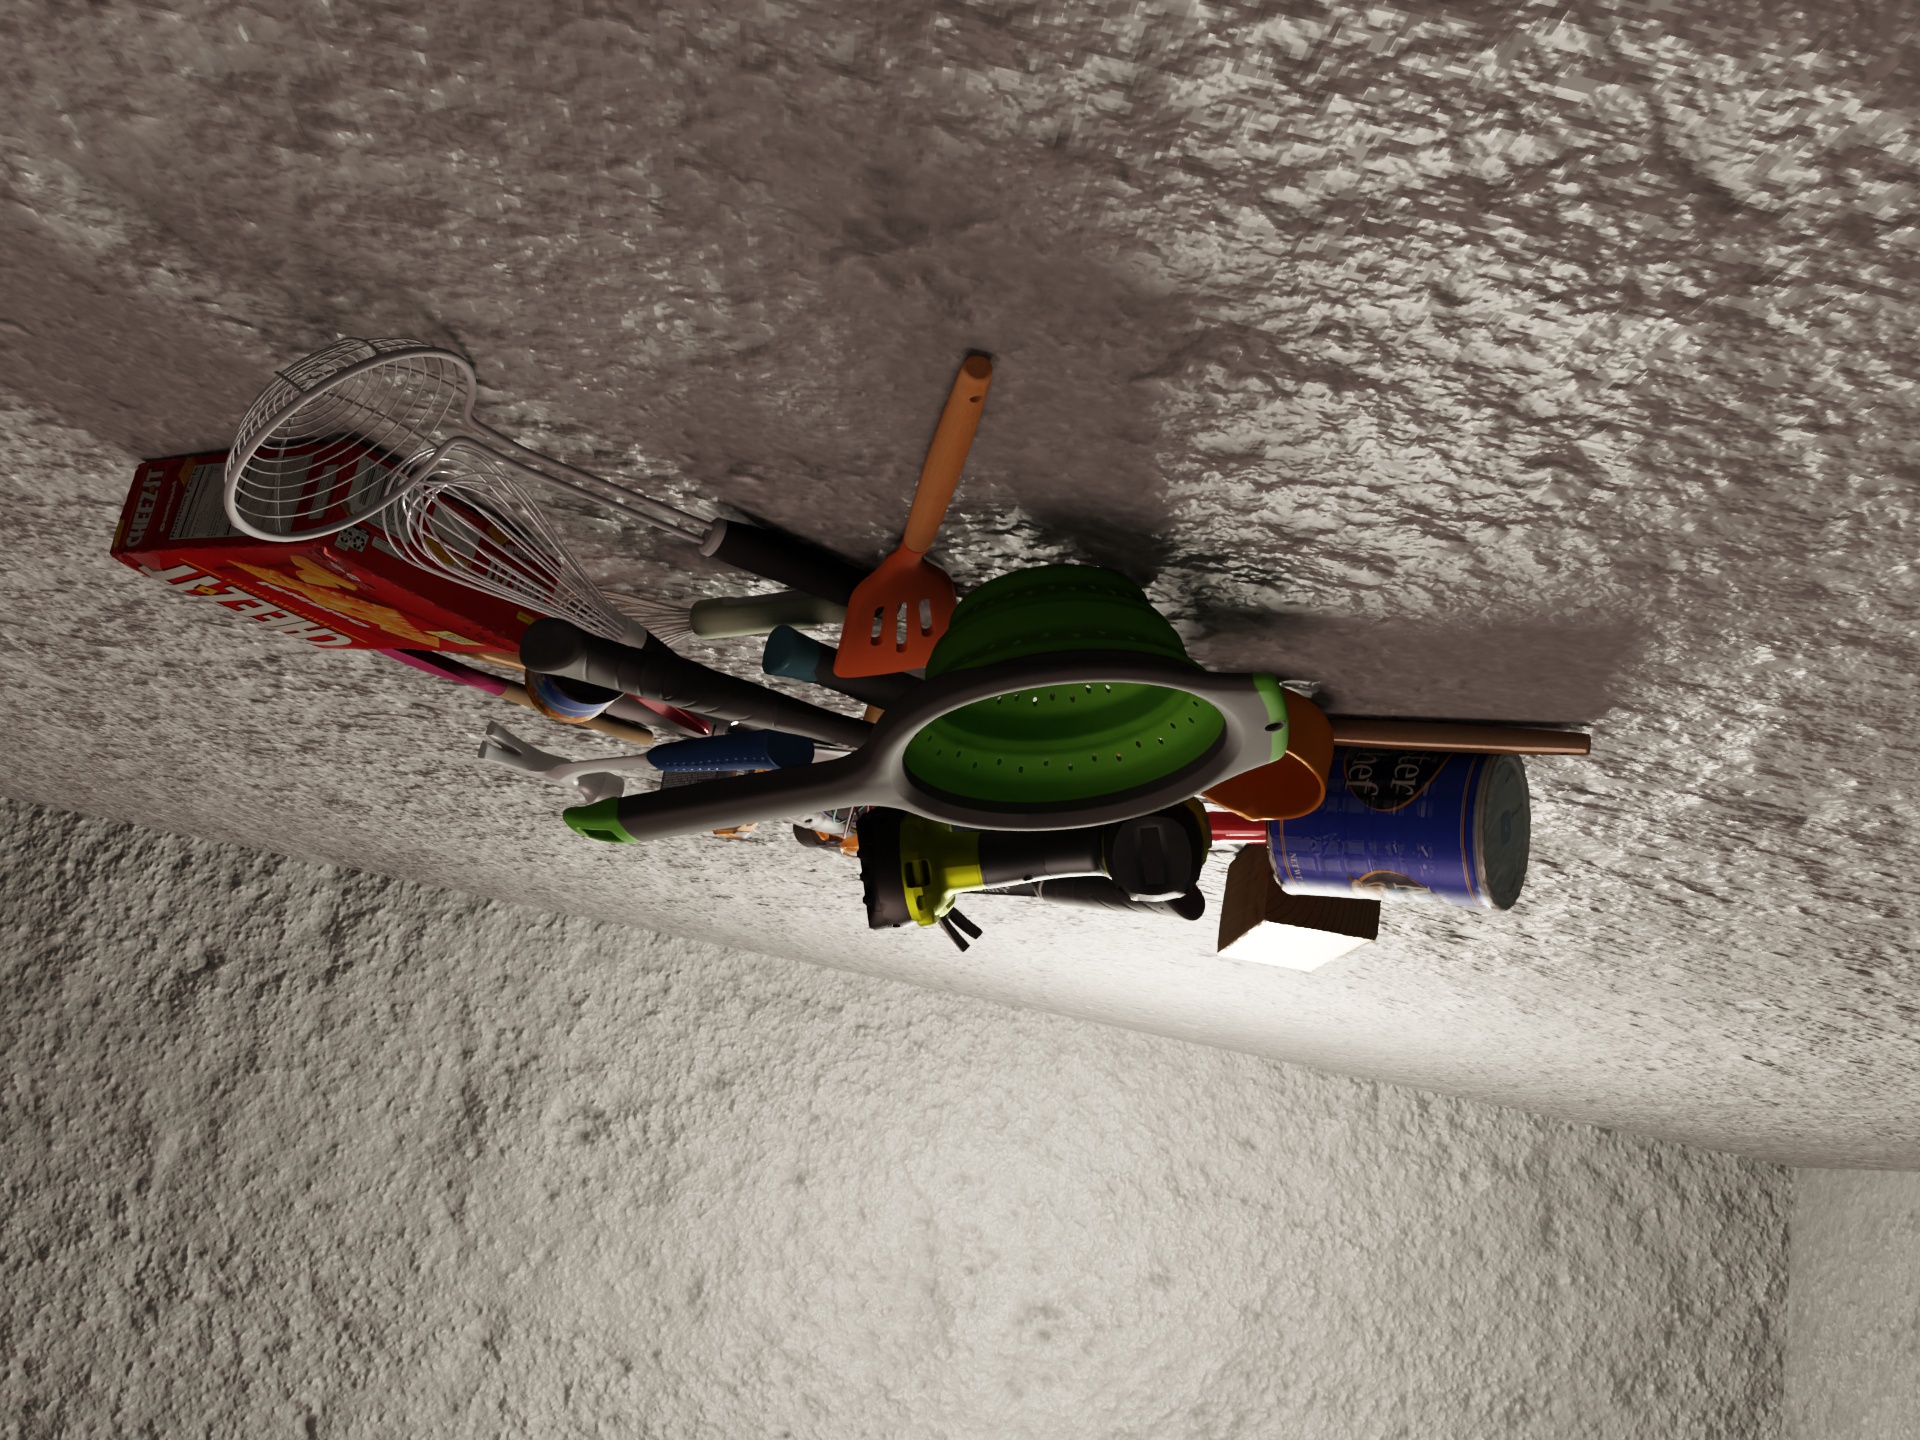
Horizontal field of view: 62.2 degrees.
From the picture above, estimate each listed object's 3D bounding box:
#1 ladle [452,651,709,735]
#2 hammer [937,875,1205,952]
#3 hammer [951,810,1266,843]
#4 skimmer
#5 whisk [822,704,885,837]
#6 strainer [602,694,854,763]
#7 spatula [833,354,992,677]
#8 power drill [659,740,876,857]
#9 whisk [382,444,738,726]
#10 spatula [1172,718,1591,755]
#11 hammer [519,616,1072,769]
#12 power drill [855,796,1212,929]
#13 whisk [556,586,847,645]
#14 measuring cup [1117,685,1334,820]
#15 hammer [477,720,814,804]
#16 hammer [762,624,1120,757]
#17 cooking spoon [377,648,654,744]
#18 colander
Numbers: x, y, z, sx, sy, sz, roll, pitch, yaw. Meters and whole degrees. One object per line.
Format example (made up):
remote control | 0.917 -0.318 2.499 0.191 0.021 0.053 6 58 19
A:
ladle | -0.341 -0.047 1.212 0.315 0.031 0.069 16 168 -11
hammer | 0.067 0.150 1.393 0.409 0.036 0.149 -5 123 57
hammer | 0.152 0.078 1.216 0.386 0.038 0.143 -2 160 23
skimmer | -0.177 -0.093 0.807 0.363 0.090 0.127 19 132 -34
whisk | -0.070 0.034 1.221 0.051 0.047 0.244 -24 161 -21
strainer | -0.189 0.013 1.298 0.258 0.050 0.087 15 179 -1
spatula | -0.015 -0.091 0.792 0.081 0.041 0.322 -10 166 -12
power drill | -0.159 0.078 1.438 0.226 0.084 0.185 17 166 -35
whisk | -0.218 -0.064 0.923 0.070 0.070 0.284 0 153 35
spatula | 0.230 0.006 1.005 0.316 0.018 0.059 3 164 30
hammer | -0.101 -0.002 0.958 0.334 0.035 0.146 17 170 -31
power drill | 0.058 0.085 1.086 0.228 0.080 0.190 -6 -177 11
whisk | -0.169 -0.064 1.002 0.246 0.059 0.058 -4 -164 33
measuring cup | 0.147 0.007 0.992 0.174 0.052 0.095 14 148 18
hammer | -0.252 0.031 1.282 0.144 0.035 0.405 27 160 -34
hammer | -0.002 -0.003 1.045 0.128 0.033 0.330 2 168 43
cooking spoon | -0.351 -0.022 1.273 0.069 0.017 0.318 13 173 31
colander | -0.028 -0.006 0.867 0.397 0.095 0.204 -10 154 10
